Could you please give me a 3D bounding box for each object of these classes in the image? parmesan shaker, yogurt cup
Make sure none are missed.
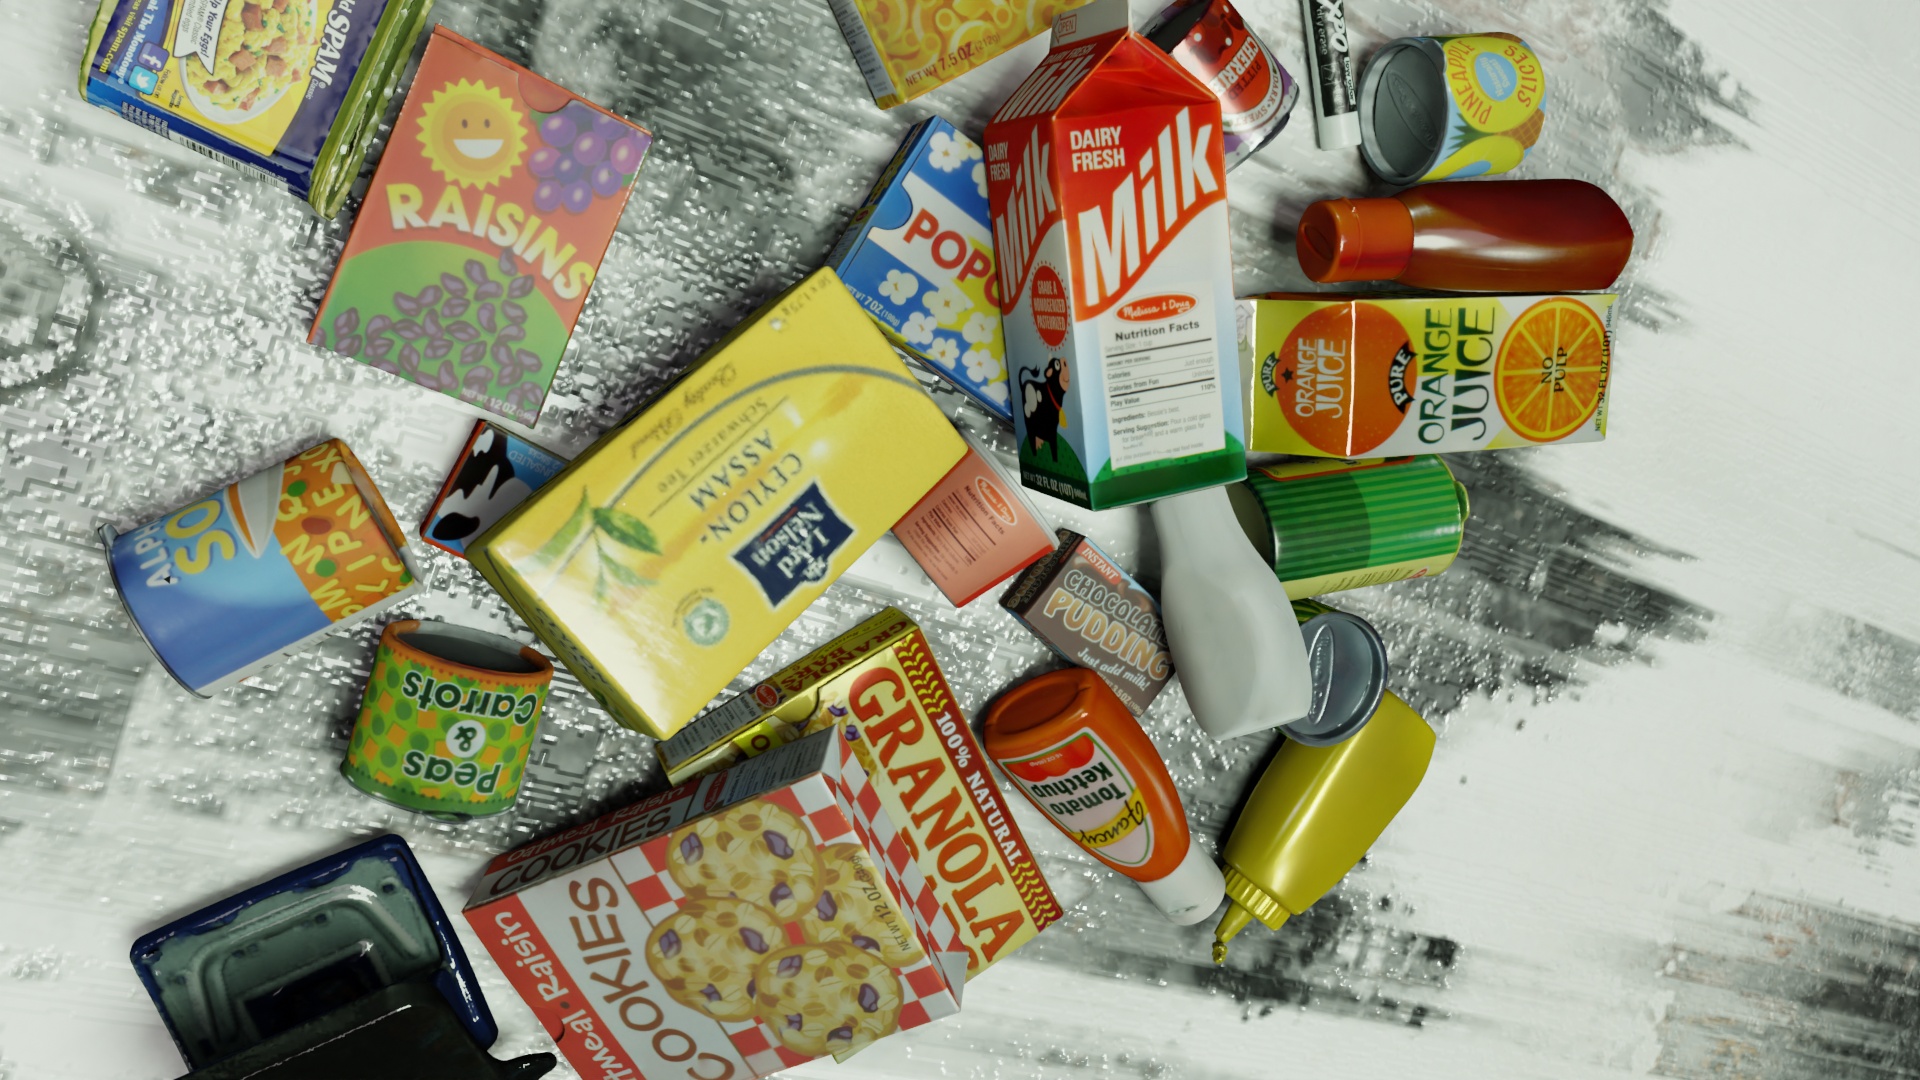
[{"bbox_3d":[0.178,-0.008,0.663,0.103,0.071,0.071,-8,103,-19],"label":"parmesan shaker"},{"bbox_3d":[0.002,-0.008,0.602,0.054,0.072,0.072,-39,111,-1],"label":"yogurt cup"}]

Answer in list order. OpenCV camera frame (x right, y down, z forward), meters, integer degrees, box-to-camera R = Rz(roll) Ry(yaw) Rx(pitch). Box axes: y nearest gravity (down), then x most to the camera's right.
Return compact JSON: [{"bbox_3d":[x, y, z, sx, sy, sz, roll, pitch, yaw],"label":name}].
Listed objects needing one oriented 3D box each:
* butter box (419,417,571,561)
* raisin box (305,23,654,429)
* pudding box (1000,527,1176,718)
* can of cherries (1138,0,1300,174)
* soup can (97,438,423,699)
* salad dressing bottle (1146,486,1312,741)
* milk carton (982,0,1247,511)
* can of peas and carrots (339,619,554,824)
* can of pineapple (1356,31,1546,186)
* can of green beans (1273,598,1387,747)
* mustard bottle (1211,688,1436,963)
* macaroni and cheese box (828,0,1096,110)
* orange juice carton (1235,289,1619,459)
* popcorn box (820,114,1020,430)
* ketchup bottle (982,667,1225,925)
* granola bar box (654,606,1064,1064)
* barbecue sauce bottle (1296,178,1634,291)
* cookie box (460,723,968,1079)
[{"bbox_3d":[-0.158,-0.003,0.562,0.103,0.024,0.053,29,88,-23],"label":"butter box"},{"bbox_3d":[-0.180,-0.116,0.525,0.086,0.040,0.123,22,91,-22],"label":"raisin box"},{"bbox_3d":[0.066,0.039,0.652,0.083,0.030,0.050,42,83,-22],"label":"pudding box"},{"bbox_3d":[0.104,-0.196,0.600,0.058,0.071,0.071,43,84,-22],"label":"can of cherries"},{"bbox_3d":[-0.252,0.007,0.506,0.084,0.071,0.071,-29,109,-14],"label":"soup can"},{"bbox_3d":[0.113,0.014,0.627,0.044,0.064,0.148,-7,74,-32],"label":"salad dressing bottle"},{"bbox_3d":[0.060,-0.115,0.556,0.073,0.072,0.190,-12,105,-19],"label":"milk carton"},{"bbox_3d":[-0.197,0.069,0.536,0.071,0.071,0.058,16,94,-23],"label":"can of peas and carrots"},{"bbox_3d":[0.229,-0.202,0.647,0.058,0.071,0.070,-11,104,-19],"label":"can of pineapple"},{"bbox_3d":[0.163,0.060,0.678,0.071,0.058,0.071,-4,102,-20],"label":"can of green beans"},{"bbox_3d":[0.172,0.145,0.702,0.065,0.049,0.160,41,85,-25],"label":"mustard bottle"},{"bbox_3d":[-0.013,-0.278,0.557,0.124,0.040,0.166,-31,110,-13],"label":"macaroni and cheese box"},{"bbox_3d":[0.210,-0.082,0.661,0.193,0.073,0.071,-5,103,-19],"label":"orange juice carton"},{"bbox_3d":[0.011,-0.109,0.599,0.126,0.038,0.085,33,89,-23],"label":"popcorn box"},{"bbox_3d":[0.075,0.125,0.659,0.064,0.044,0.148,-24,120,27],"label":"ketchup bottle"},{"bbox_3d":[-0.042,0.132,0.624,0.124,0.039,0.165,-30,109,-13],"label":"granola bar box"},{"bbox_3d":[0.227,-0.139,0.633,0.149,0.065,0.043,-5,132,-18],"label":"barbecue sauce bottle"},{"bbox_3d":[-0.099,0.161,0.570,0.167,0.040,0.122,-23,109,13],"label":"cookie box"}]
